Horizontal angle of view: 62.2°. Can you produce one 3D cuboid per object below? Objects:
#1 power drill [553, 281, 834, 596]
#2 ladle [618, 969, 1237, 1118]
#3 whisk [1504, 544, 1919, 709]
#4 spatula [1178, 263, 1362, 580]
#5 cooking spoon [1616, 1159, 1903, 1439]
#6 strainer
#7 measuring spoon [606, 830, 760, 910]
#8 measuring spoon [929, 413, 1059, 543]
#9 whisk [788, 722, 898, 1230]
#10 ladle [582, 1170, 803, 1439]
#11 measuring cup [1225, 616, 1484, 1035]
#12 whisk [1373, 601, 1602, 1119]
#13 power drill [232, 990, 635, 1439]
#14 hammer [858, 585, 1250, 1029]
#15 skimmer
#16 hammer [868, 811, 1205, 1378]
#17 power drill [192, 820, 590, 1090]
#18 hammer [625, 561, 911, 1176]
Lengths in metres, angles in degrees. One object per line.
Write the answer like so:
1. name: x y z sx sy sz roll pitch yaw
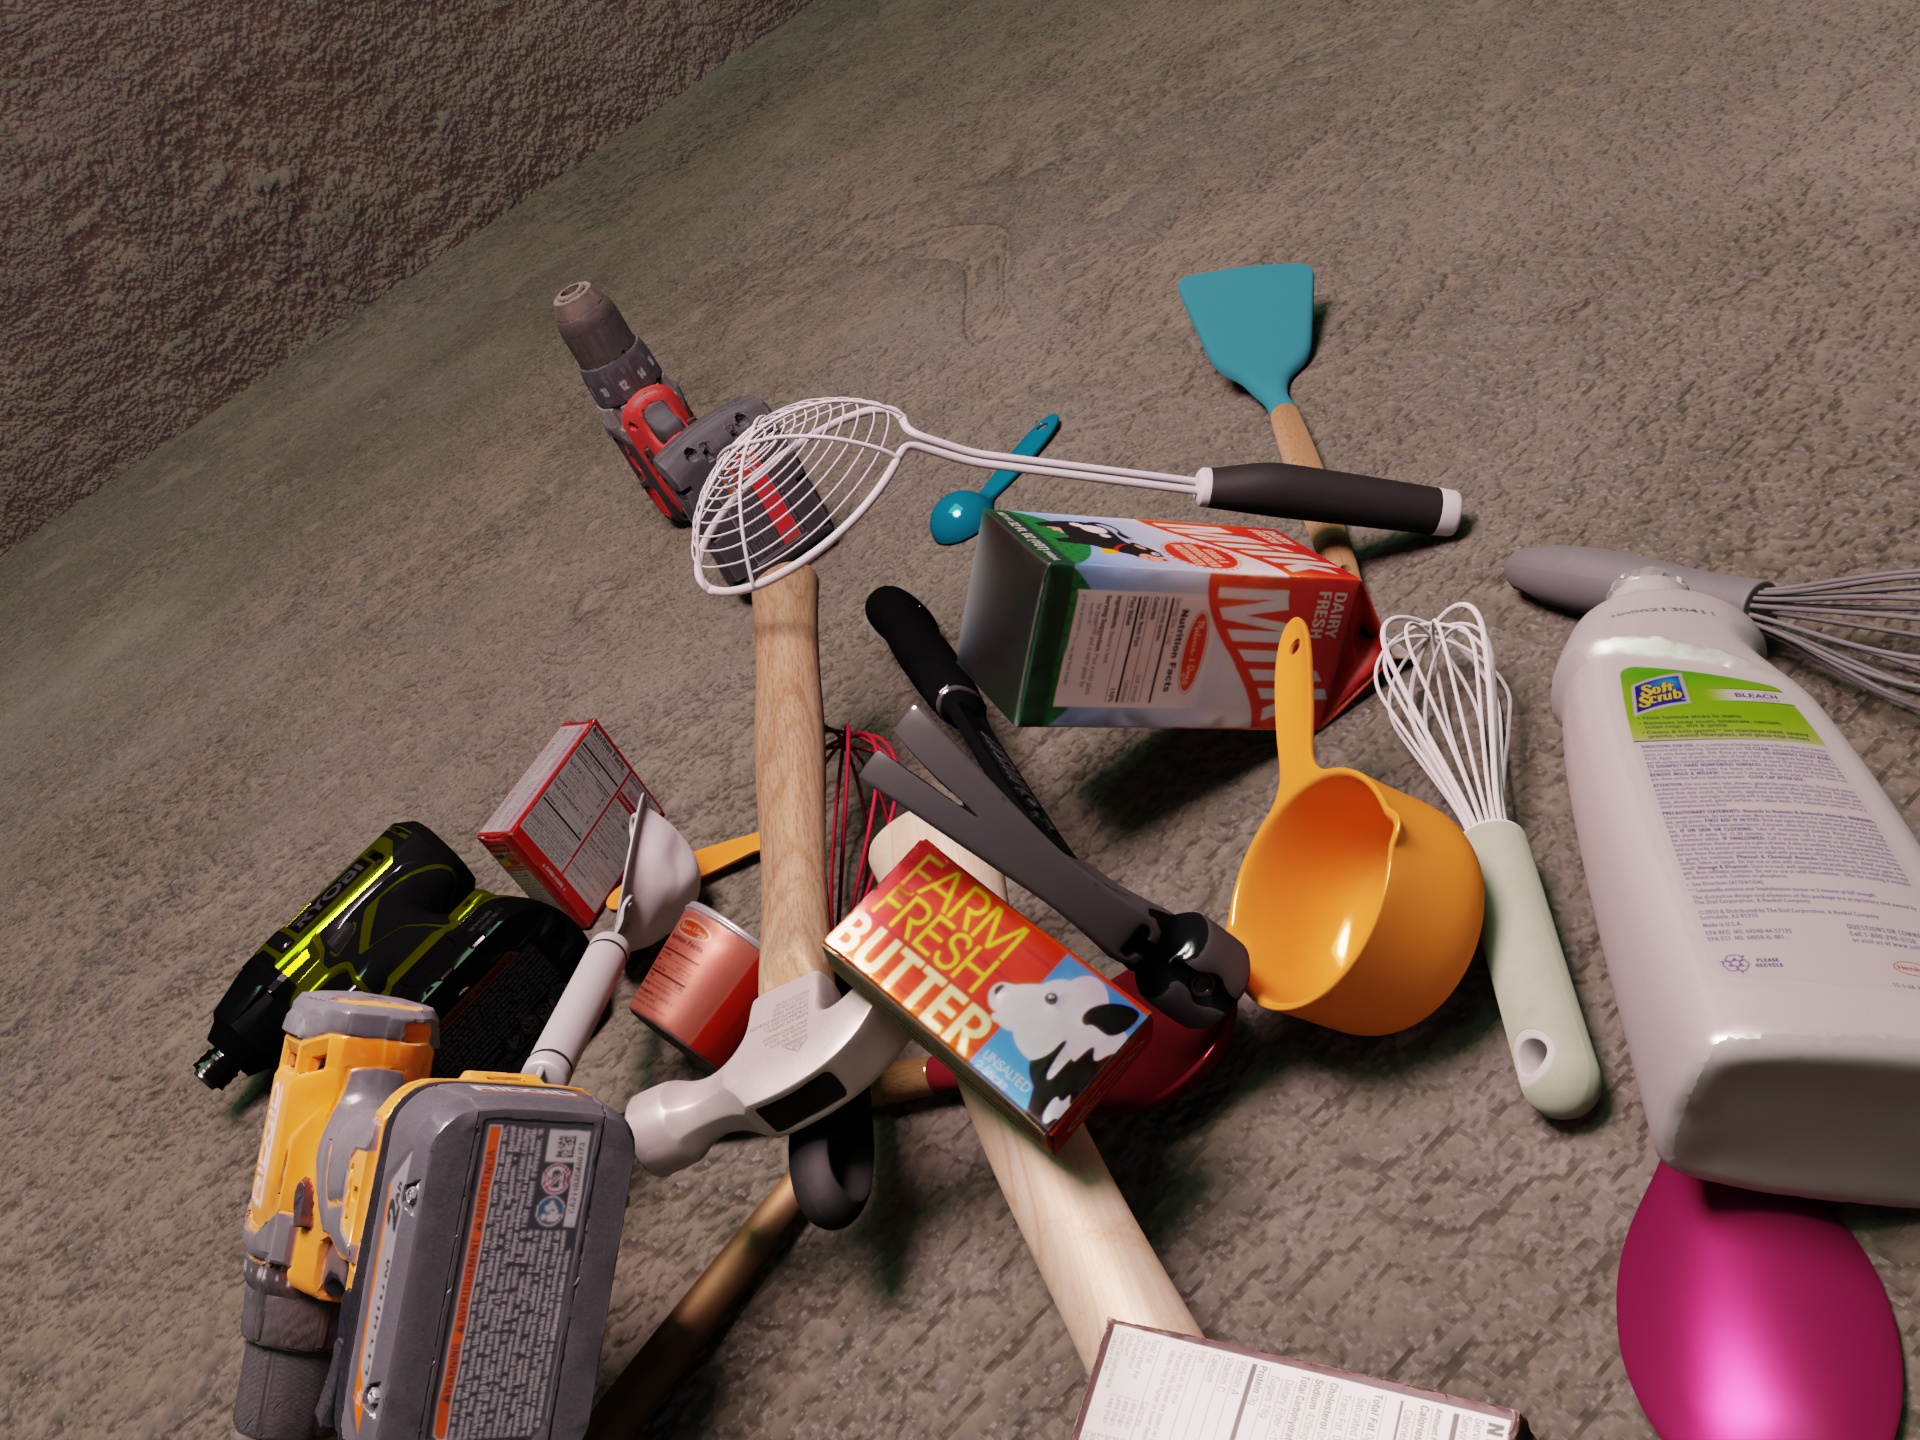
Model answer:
1. power drill: -0.191 -0.196 1.077 0.080 0.187 0.227 -37 37 -11
2. ladle: -0.034 0.146 0.636 0.315 0.031 0.069 -16 36 25
3. whisk: 0.305 -0.043 0.605 0.055 0.055 0.239 -41 30 -16
4. spatula: 0.179 -0.163 0.863 0.082 0.044 0.318 -5 38 3
5. cooking spoon: 0.230 0.088 0.510 0.069 0.017 0.319 -13 37 22
6. strainer: -0.157 0.104 0.725 0.050 0.086 0.259 10 21 -1
7. measuring spoon: -0.135 0.078 0.825 0.117 0.011 0.021 -22 44 19
8. measuring spoon: 0.022 -0.160 1.002 0.042 0.021 0.129 9 51 45
9. whisk: -0.053 0.090 0.665 0.073 0.073 0.296 -23 32 11
10. ladle: -0.151 0.264 0.547 0.078 0.062 0.320 -8 34 54
11. measuring cup: 0.144 0.034 0.583 0.095 0.052 0.174 -48 26 44
12. whisk: 0.194 0.040 0.584 0.057 0.059 0.247 -54 21 37
13. power drill: -0.209 0.202 0.578 0.226 0.084 0.185 -2 77 53
14. hammer: -0.001 -0.002 0.706 0.036 0.149 0.409 -51 20 7
15. skimmer: 0.052 -0.096 0.769 0.363 0.090 0.127 6 40 -2
16. hammer: 0.031 0.169 0.507 0.146 0.038 0.411 -31 39 1
17. power drill: -0.293 0.141 0.809 0.223 0.080 0.171 9 50 49
18. hammer: -0.069 0.031 0.671 0.130 0.031 0.332 -25 36 13
